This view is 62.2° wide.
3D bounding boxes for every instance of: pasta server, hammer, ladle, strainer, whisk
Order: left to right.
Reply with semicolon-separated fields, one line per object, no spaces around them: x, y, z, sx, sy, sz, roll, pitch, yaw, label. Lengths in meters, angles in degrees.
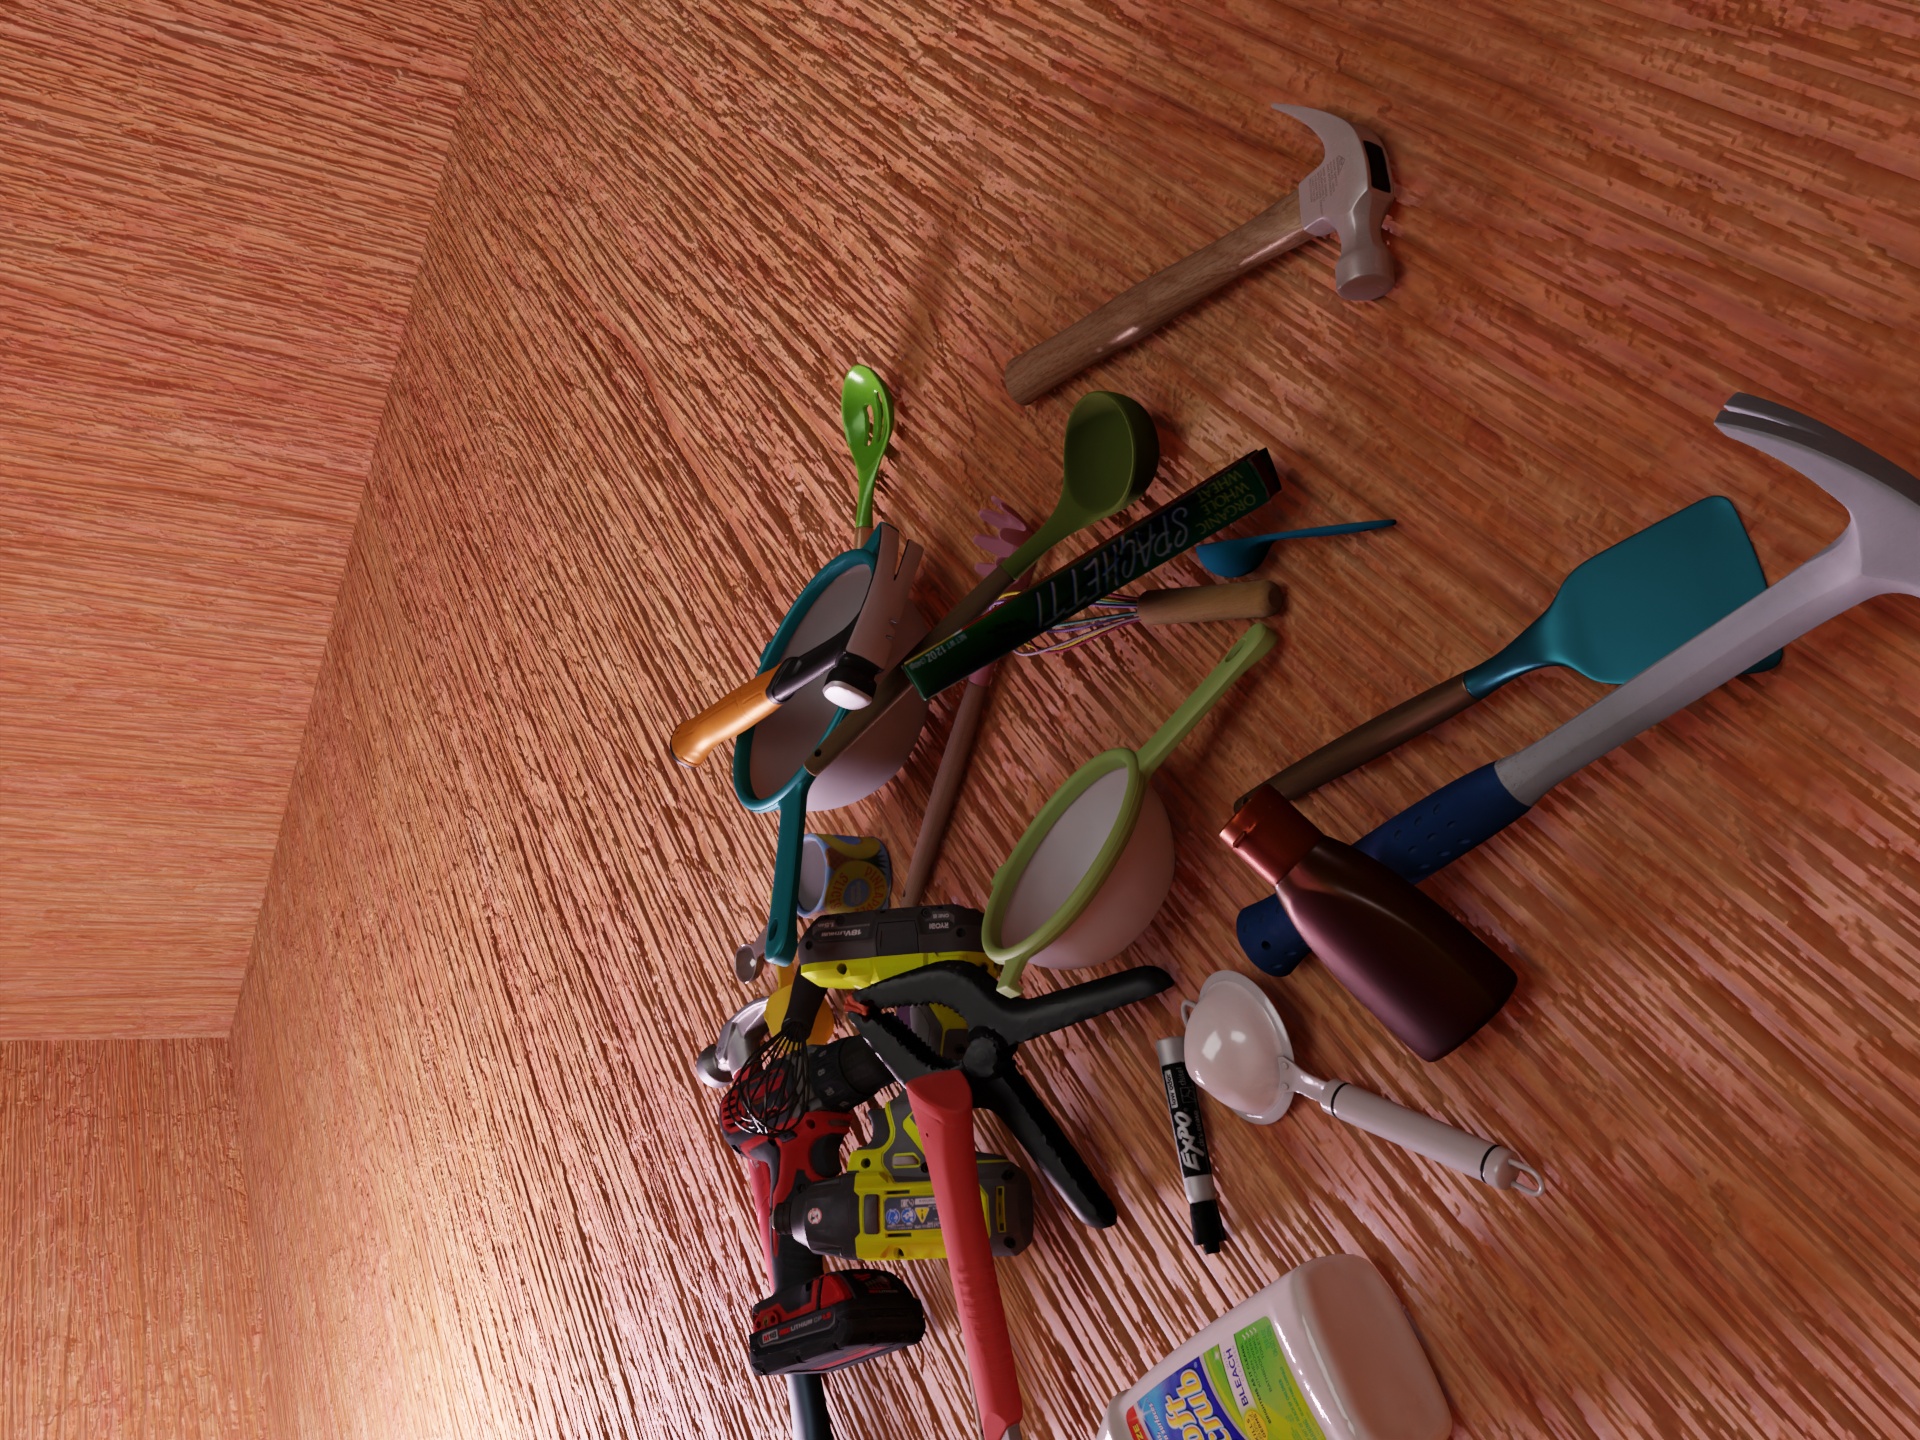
-0.133;-0.030;1.151;0.337;0.034;0.127;-26;41;55;hammer
-0.137;0.414;1.267;0.143;0.038;0.387;-46;49;40;hammer
-0.125;0.230;1.183;0.239;0.055;0.055;-75;7;-67;whisk
-0.083;0.035;1.152;0.211;0.095;0.341;-41;35;41;strainer
-0.002;-0.004;1.137;0.060;0.040;0.316;-124;48;-63;pasta server
0.005;-0.082;1.023;0.320;0.062;0.078;-45;49;10;ladle
0.016;0.393;0.964;0.149;0.036;0.359;-19;82;62;hammer
0.105;-0.067;0.994;0.245;0.051;0.047;0;106;52;whisk
0.115;0.056;0.941;0.256;0.069;0.152;-50;13;16;strainer
0.133;-0.269;0.987;0.331;0.031;0.130;-17;71;54;hammer
0.188;0.192;0.823;0.259;0.050;0.087;13;111;53;strainer
0.254;0.018;0.717;0.144;0.035;0.405;48;138;4;hammer

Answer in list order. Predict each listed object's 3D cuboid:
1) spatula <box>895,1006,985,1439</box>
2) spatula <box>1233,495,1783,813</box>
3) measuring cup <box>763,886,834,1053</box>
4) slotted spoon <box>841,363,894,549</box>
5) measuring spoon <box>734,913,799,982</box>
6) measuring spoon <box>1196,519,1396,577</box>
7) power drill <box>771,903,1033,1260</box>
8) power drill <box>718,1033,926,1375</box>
-0.004;0.333;1.094;0.060;0.018;0.316;-17;69;21;spatula
0.244;-0.005;0.787;0.317;0.044;0.082;-37;56;53;spatula
-0.133;0.196;1.290;0.029;0.062;0.157;-32;50;27;measuring cup
-0.080;-0.129;1.285;0.070;0.031;0.314;0;86;55;slotted spoon
-0.156;0.182;1.360;0.124;0.018;0.034;-49;51;31;measuring spoon
0.186;-0.094;0.881;0.129;0.042;0.021;-3;94;49;measuring spoon
-0.044;0.243;1.062;0.171;0.080;0.223;-6;72;13;power drill
-0.090;0.345;1.165;0.188;0.080;0.227;-32;56;31;power drill
